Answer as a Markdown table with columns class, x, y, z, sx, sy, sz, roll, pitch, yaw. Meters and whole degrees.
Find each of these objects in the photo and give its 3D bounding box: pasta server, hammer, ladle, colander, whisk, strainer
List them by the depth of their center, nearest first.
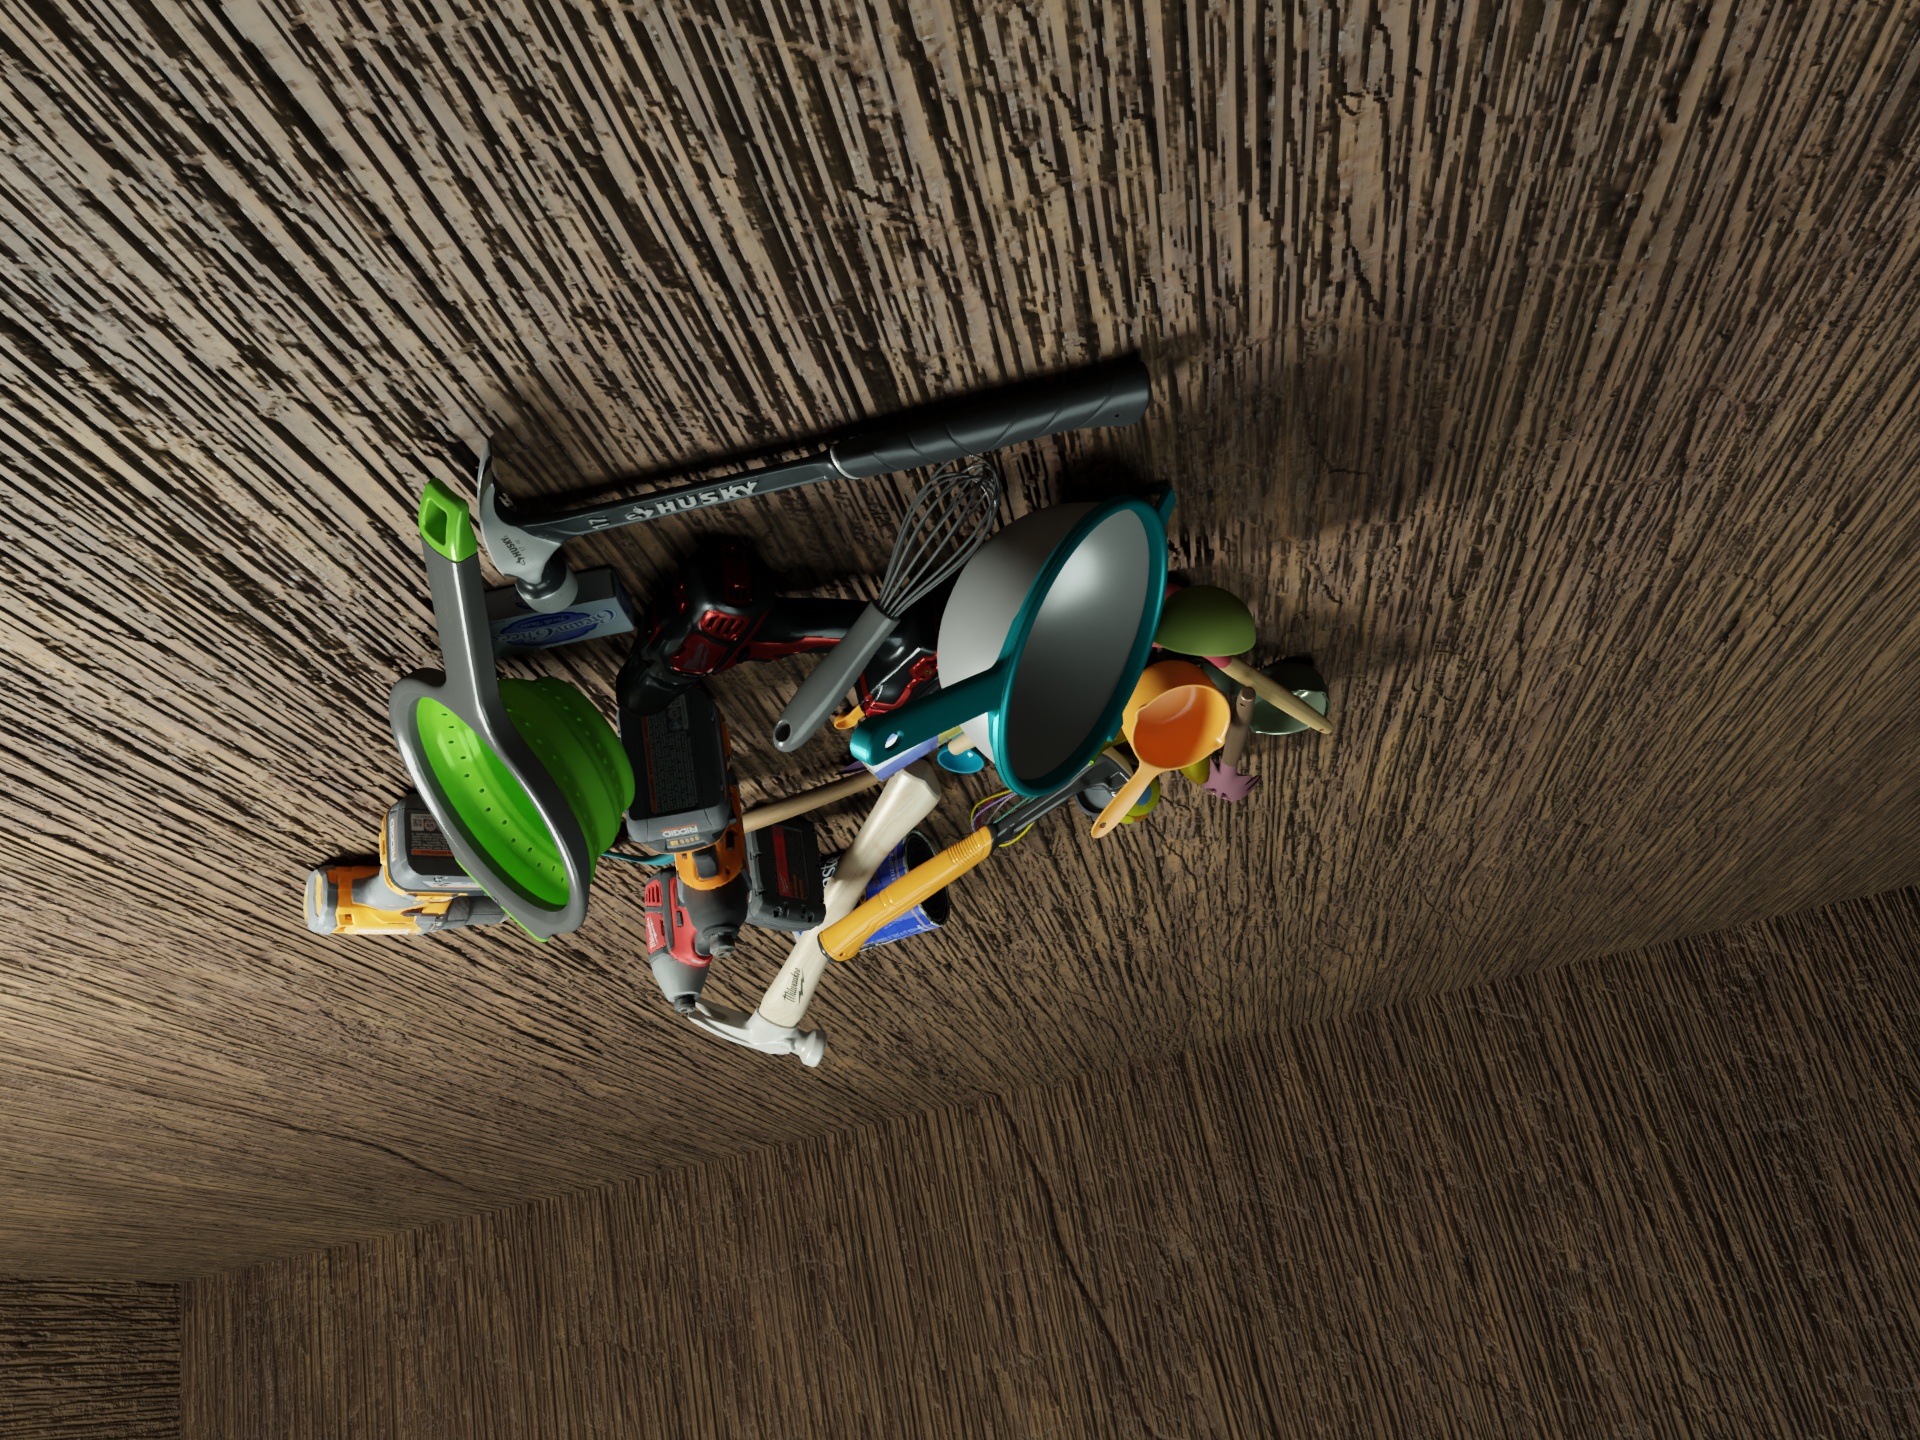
| class | x | y | z | sx | sy | sz | roll | pitch | yaw |
| --- | --- | --- | --- | --- | --- | --- | --- | --- | --- |
| hammer | -0.088 | -0.154 | 0.947 | 0.409 | 0.036 | 0.149 | -13 | 156 | 1 |
| strainer | 0.013 | -0.044 | 1.017 | 0.340 | 0.095 | 0.211 | -26 | 133 | -51 |
| whisk | -0.052 | -0.072 | 1.027 | 0.055 | 0.055 | 0.239 | 18 | 117 | -49 |
| colander | -0.281 | -0.015 | 1.028 | 0.094 | 0.205 | 0.396 | -38 | 155 | -33 |
| ladle | 0.098 | -0.023 | 1.239 | 0.078 | 0.062 | 0.320 | -24 | 175 | -45 |
| ladle | 0.229 | -0.042 | 1.312 | 0.069 | 0.031 | 0.315 | -21 | 149 | 34 |
| pasta server | 0.251 | 0.020 | 1.447 | 0.060 | 0.040 | 0.316 | 24 | 166 | 12 |
| hammer | 0.003 | 0.121 | 1.459 | 0.337 | 0.034 | 0.127 | -35 | 144 | 13 |
| whisk | 0.082 | 0.057 | 1.514 | 0.051 | 0.047 | 0.245 | -8 | 155 | -41 |
| hammer | -0.134 | 0.185 | 1.544 | 0.146 | 0.038 | 0.410 | 22 | 125 | -12 |

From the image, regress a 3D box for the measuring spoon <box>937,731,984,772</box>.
| class | x | y | z | sx | sy | sz | roll | pitch | yaw |
| --- | --- | --- | --- | --- | --- | --- | --- | --- | --- |
| measuring spoon | 0.002 | 0.005 | 1.387 | 0.042 | 0.021 | 0.128 | 7 | 147 | 3 |

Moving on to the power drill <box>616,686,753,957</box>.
| class | x | y | z | sx | sy | sz | roll | pitch | yaw |
| --- | --- | --- | --- | --- | --- | --- | --- | --- | --- |
| power drill | -0.212 | 0.087 | 1.279 | 0.084 | 0.164 | 0.226 | -10 | 155 | -4 |

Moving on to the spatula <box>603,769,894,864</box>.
| class | x | y | z | sx | sy | sz | roll | pitch | yaw |
| --- | --- | --- | --- | --- | --- | --- | --- | --- | --- |
| spatula | -0.208 | 0.086 | 1.431 | 0.317 | 0.044 | 0.082 | -19 | 165 | 11 |

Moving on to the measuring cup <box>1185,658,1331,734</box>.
| class | x | y | z | sx | sy | sz | roll | pitch | yaw |
| --- | --- | --- | --- | --- | --- | --- | --- | --- | --- |
| measuring cup | 0.255 | -0.036 | 1.396 | 0.167 | 0.038 | 0.083 | 22 | 140 | -33 |

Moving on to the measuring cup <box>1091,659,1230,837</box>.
| class | x | y | z | sx | sy | sz | roll | pitch | yaw |
| --- | --- | --- | --- | --- | --- | --- | --- | --- | --- |
| measuring cup | 0.155 | 0.023 | 1.354 | 0.095 | 0.052 | 0.173 | 20 | 119 | -29 |

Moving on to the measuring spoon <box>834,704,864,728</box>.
| class | x | y | z | sx | sy | sz | roll | pitch | yaw |
| --- | --- | --- | --- | --- | --- | --- | --- | --- | --- |
| measuring spoon | -0.066 | -0.024 | 1.291 | 0.021 | 0.011 | 0.117 | 6 | 148 | -41 |

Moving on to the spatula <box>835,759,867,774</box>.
| class | x | y | z | sx | sy | sz | roll | pitch | yaw |
| --- | --- | --- | --- | --- | --- | --- | --- | --- | --- |
| spatula | -0.002 | -0.004 | 1.319 | 0.059 | 0.018 | 0.316 | -11 | 168 | -40 |

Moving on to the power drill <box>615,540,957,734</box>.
| class | x | y | z | sx | sy | sz | roll | pitch | yaw |
| --- | --- | --- | --- | --- | --- | --- | --- | --- | --- |
| power drill | -0.122 | -0.046 | 1.128 | 0.226 | 0.080 | 0.188 | 7 | 150 | -31 |

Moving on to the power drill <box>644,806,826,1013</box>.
| class | x | y | z | sx | sy | sz | roll | pitch | yaw |
| --- | --- | --- | --- | --- | --- | --- | --- | --- | --- |
| power drill | -0.226 | 0.183 | 1.522 | 0.078 | 0.143 | 0.219 | 16 | 143 | -39 |

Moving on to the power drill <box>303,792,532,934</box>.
| class | x | y | z | sx | sy | sz | roll | pitch | yaw |
| --- | --- | --- | --- | --- | --- | --- | --- | --- | --- |
| power drill | -0.447 | 0.136 | 1.387 | 0.185 | 0.084 | 0.226 | 7 | 155 | -38 |
